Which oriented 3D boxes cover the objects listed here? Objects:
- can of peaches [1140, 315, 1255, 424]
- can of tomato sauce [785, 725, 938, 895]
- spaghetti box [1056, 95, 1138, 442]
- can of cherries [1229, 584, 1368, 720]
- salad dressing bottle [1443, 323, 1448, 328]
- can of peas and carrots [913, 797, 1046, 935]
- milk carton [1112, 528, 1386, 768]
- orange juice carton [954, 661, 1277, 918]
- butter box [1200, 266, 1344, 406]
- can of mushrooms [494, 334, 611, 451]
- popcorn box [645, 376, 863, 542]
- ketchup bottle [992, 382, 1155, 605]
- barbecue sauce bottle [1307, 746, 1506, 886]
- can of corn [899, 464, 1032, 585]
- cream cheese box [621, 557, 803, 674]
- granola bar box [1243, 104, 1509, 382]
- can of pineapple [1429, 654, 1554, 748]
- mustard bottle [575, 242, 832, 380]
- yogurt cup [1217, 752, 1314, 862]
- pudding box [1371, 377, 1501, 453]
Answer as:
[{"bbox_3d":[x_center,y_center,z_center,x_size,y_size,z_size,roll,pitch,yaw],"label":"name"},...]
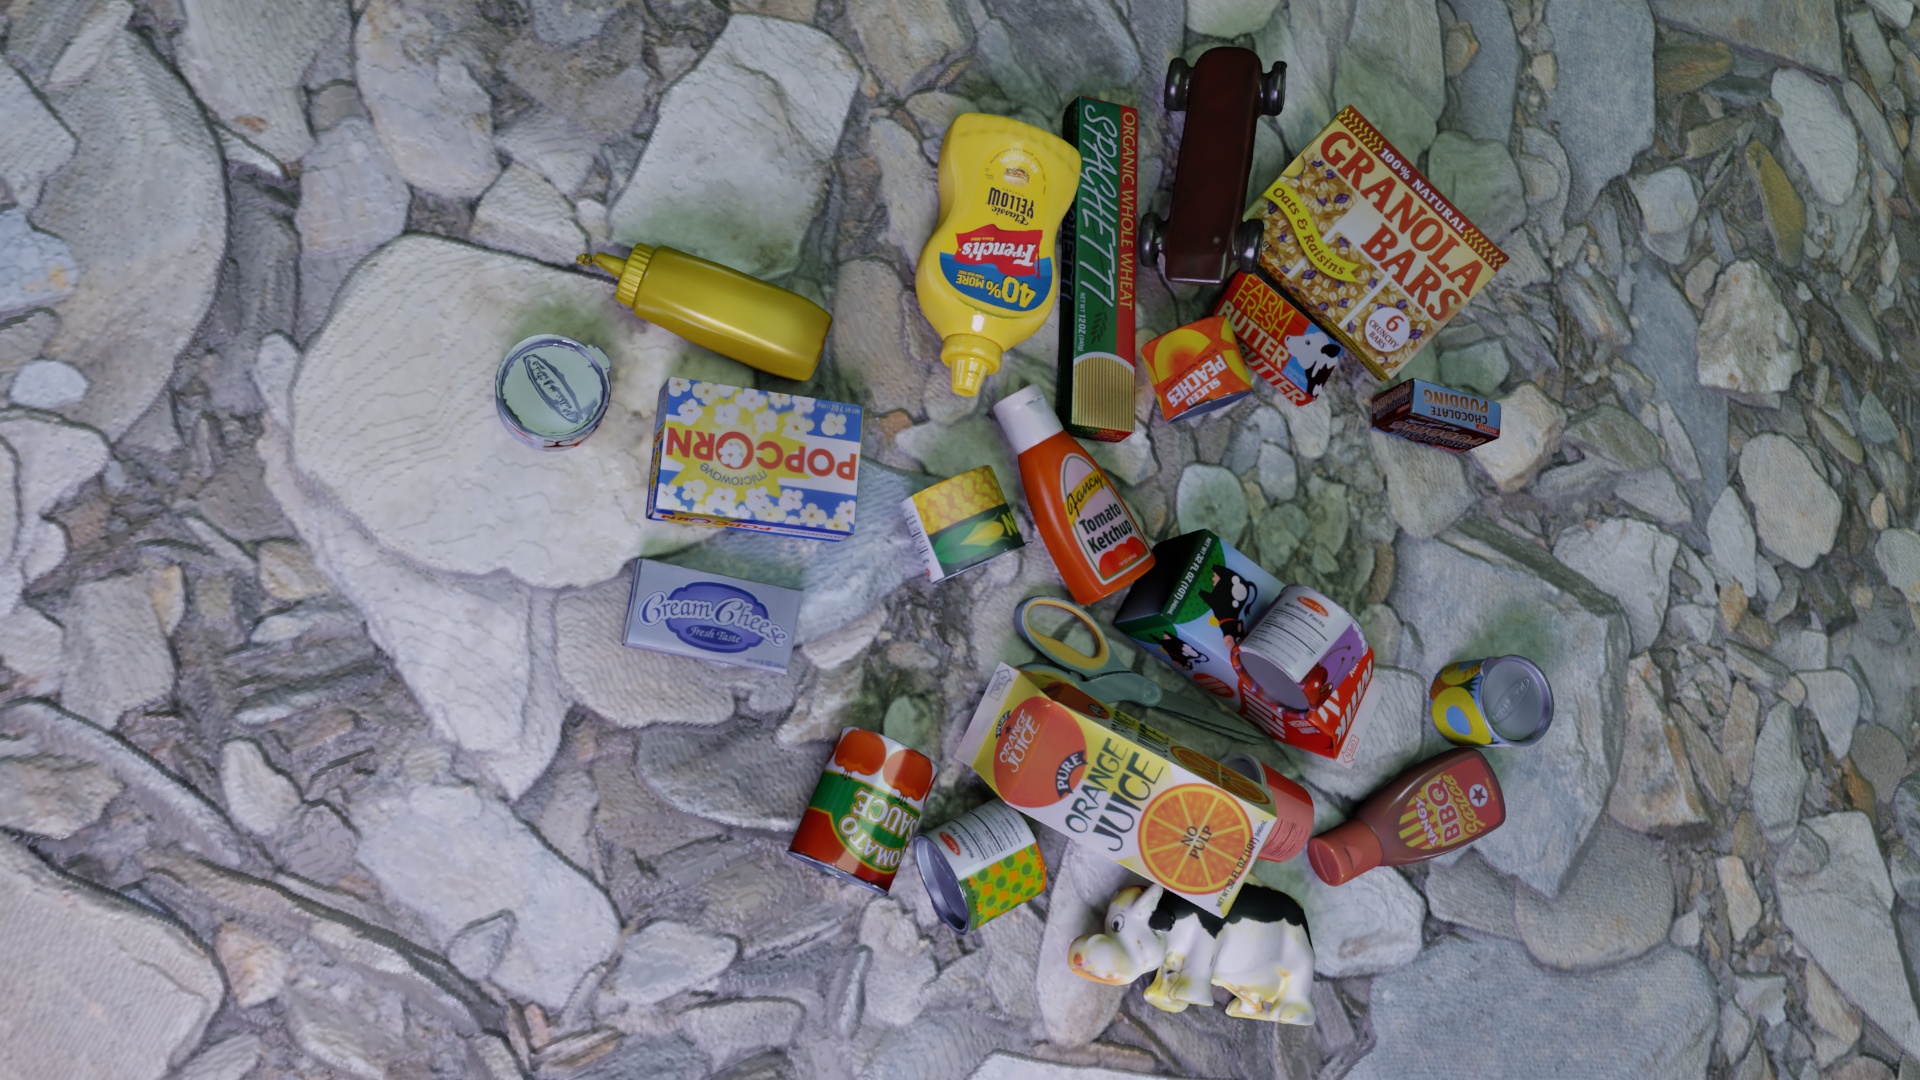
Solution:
[{"bbox_3d":[0.166,-0.120,0.977,0.071,0.071,0.058,-17,85,-22],"label":"can of peaches"},{"bbox_3d":[-0.057,0.163,0.840,0.071,0.071,0.083,28,71,-13],"label":"can of tomato sauce"},{"bbox_3d":[0.098,-0.195,0.988,0.050,0.028,0.250,6,78,-20],"label":"spaghetti box"},{"bbox_3d":[0.214,0.073,0.881,0.071,0.071,0.058,46,71,-7],"label":"can of cherries"},{"bbox_3d":[0.328,-0.224,1.072,0.064,0.044,0.147,-26,91,-18],"label":"salad dressing bottle"},{"bbox_3d":[0.012,0.203,0.862,0.059,0.071,0.071,-22,88,-23],"label":"can of peas and carrots"},{"bbox_3d":[0.208,0.078,0.953,0.190,0.073,0.072,34,71,-12],"label":"milk carton"},{"bbox_3d":[0.095,0.150,0.871,0.193,0.073,0.071,27,97,7],"label":"orange juice carton"},{"bbox_3d":[0.231,-0.151,1.032,0.103,0.024,0.053,37,69,-11],"label":"butter box"},{"bbox_3d":[-0.244,-0.090,0.839,0.071,0.033,0.071,4,78,-19],"label":"can of mushrooms"},{"bbox_3d":[-0.127,-0.049,0.871,0.127,0.038,0.085,7,78,-19],"label":"popcorn box"},{"bbox_3d":[0.072,-0.034,0.939,0.065,0.043,0.149,-29,90,-33],"label":"ketchup bottle"},{"bbox_3d":[0.315,0.200,0.984,0.149,0.043,0.065,-19,88,-22],"label":"barbecue sauce bottle"},{"bbox_3d":[0.003,-0.011,0.897,0.071,0.071,0.058,-22,88,-22],"label":"can of corn"},{"bbox_3d":[-0.152,0.047,0.851,0.104,0.024,0.053,13,75,-18],"label":"cream cheese box"},{"bbox_3d":[0.300,-0.218,1.028,0.165,0.039,0.124,44,93,-1],"label":"granola bar box"},{"bbox_3d":[0.388,0.117,1.020,0.071,0.057,0.071,4,78,-20],"label":"can of pineapple"},{"bbox_3d":[-0.161,-0.149,0.866,0.160,0.065,0.049,22,78,-11],"label":"mustard bottle"},{"bbox_3d":[0.200,0.183,0.936,0.054,0.072,0.072,24,73,-23],"label":"yogurt cup"},{"bbox_3d":[0.360,-0.094,1.055,0.084,0.049,0.030,13,74,-18],"label":"pudding box"}]
